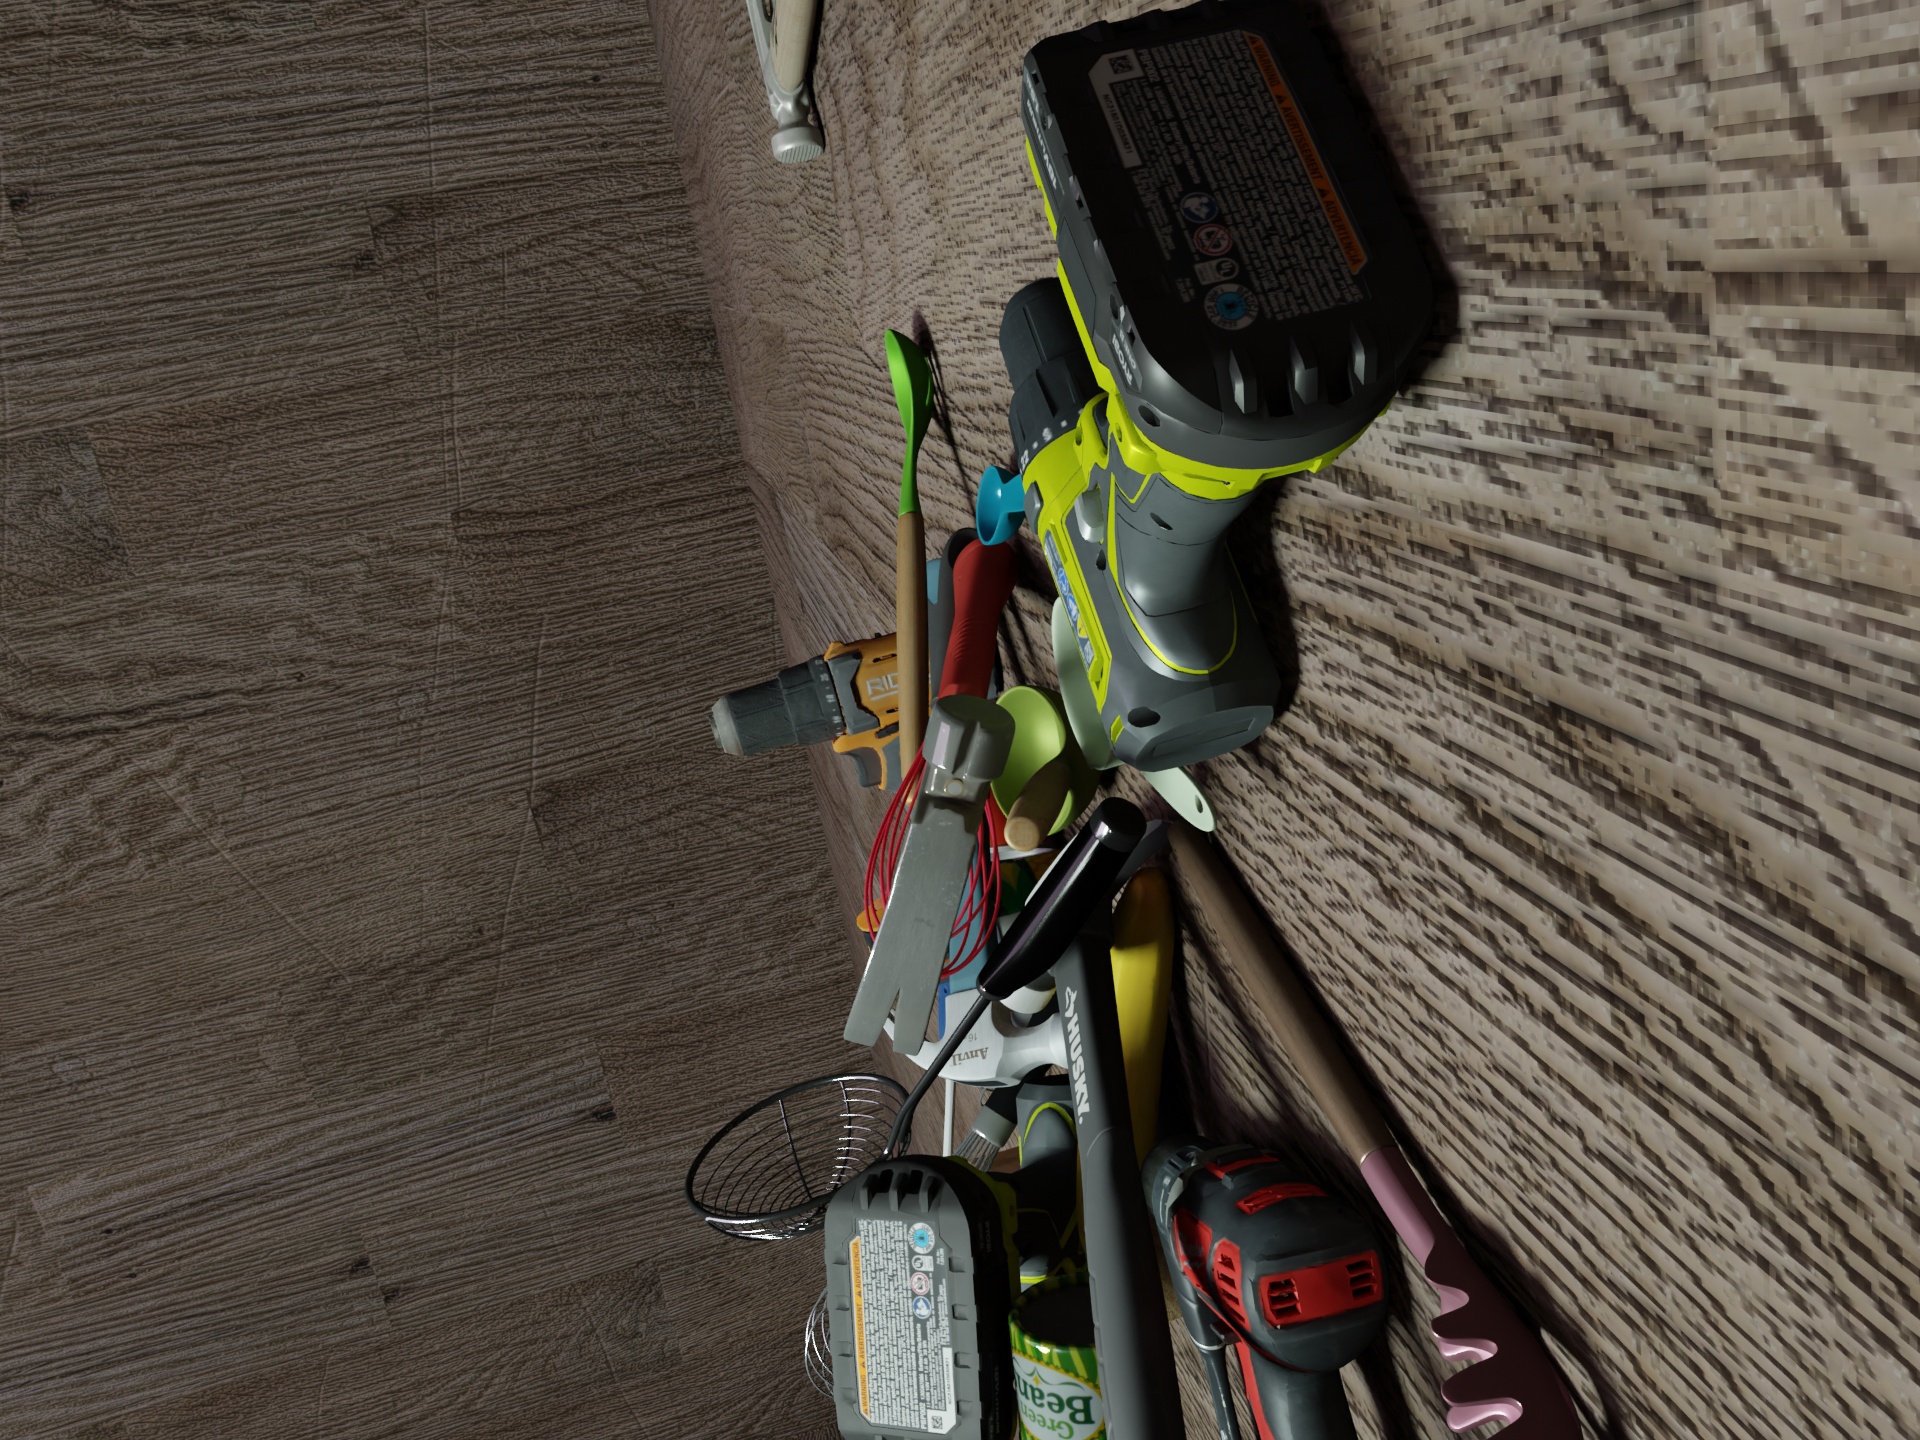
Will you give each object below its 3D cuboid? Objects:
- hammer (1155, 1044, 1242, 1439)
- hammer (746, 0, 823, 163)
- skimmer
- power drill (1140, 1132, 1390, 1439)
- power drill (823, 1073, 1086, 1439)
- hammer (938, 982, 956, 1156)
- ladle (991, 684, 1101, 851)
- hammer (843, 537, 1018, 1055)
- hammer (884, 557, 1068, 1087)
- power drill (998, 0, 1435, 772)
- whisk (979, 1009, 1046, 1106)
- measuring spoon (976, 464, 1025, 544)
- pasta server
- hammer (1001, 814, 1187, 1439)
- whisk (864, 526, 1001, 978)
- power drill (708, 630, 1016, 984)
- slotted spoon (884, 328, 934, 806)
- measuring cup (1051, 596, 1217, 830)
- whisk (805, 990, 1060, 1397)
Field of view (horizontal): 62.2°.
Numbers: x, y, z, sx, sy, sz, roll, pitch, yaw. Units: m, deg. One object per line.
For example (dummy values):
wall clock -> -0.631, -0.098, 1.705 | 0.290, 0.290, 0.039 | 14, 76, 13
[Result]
hammer -> 0.130, 0.331, 0.814 | 0.149, 0.036, 0.409 | 171, 86, -79
hammer -> -0.103, -0.498, 1.011 | 0.410, 0.038, 0.146 | 176, 82, -80
skimmer -> -0.031, 0.141, 0.761 | 0.090, 0.127, 0.363 | 39, 129, 9
power drill -> 0.128, 0.283, 0.648 | 0.188, 0.080, 0.227 | 162, 98, -80
power drill -> 0.027, 0.276, 0.785 | 0.223, 0.080, 0.171 | 7, -102, -61
hammer -> -0.008, 0.233, 1.081 | 0.144, 0.035, 0.406 | 106, 169, -56
ladle -> 0.027, 0.028, 0.690 | 0.320, 0.062, 0.078 | -30, -64, -82
hammer -> -0.001, -0.002, 0.749 | 0.359, 0.036, 0.149 | -80, 6, -66
hammer -> 0.004, 0.047, 0.917 | 0.033, 0.128, 0.331 | 35, -136, -50
power drill -> 0.059, -0.107, 0.503 | 0.228, 0.080, 0.191 | 94, 160, -69
whisk -> 0.043, 0.225, 1.142 | 0.238, 0.055, 0.055 | 95, 159, -52
measuring spoon -> 0.038, -0.114, 0.803 | 0.129, 0.021, 0.042 | 180, 92, -71
pasta server -> 0.127, 0.136, 0.555 | 0.317, 0.040, 0.060 | -115, 4, -53
hammer -> 0.063, 0.182, 0.635 | 0.335, 0.035, 0.146 | -94, 25, -48
whisk -> -0.007, 0.009, 0.883 | 0.073, 0.073, 0.296 | 91, -176, -57
power drill -> -0.048, 0.057, 1.027 | 0.084, 0.185, 0.226 | -153, 47, -80
slotted spoon -> -0.029, -0.098, 0.962 | 0.070, 0.031, 0.314 | 97, 172, -69
measuring cup -> 0.080, -0.001, 0.639 | 0.168, 0.038, 0.083 | -125, 23, -60
whisk -> 0.003, 0.262, 0.917 | 0.070, 0.284, 0.070 | 32, 171, 6
